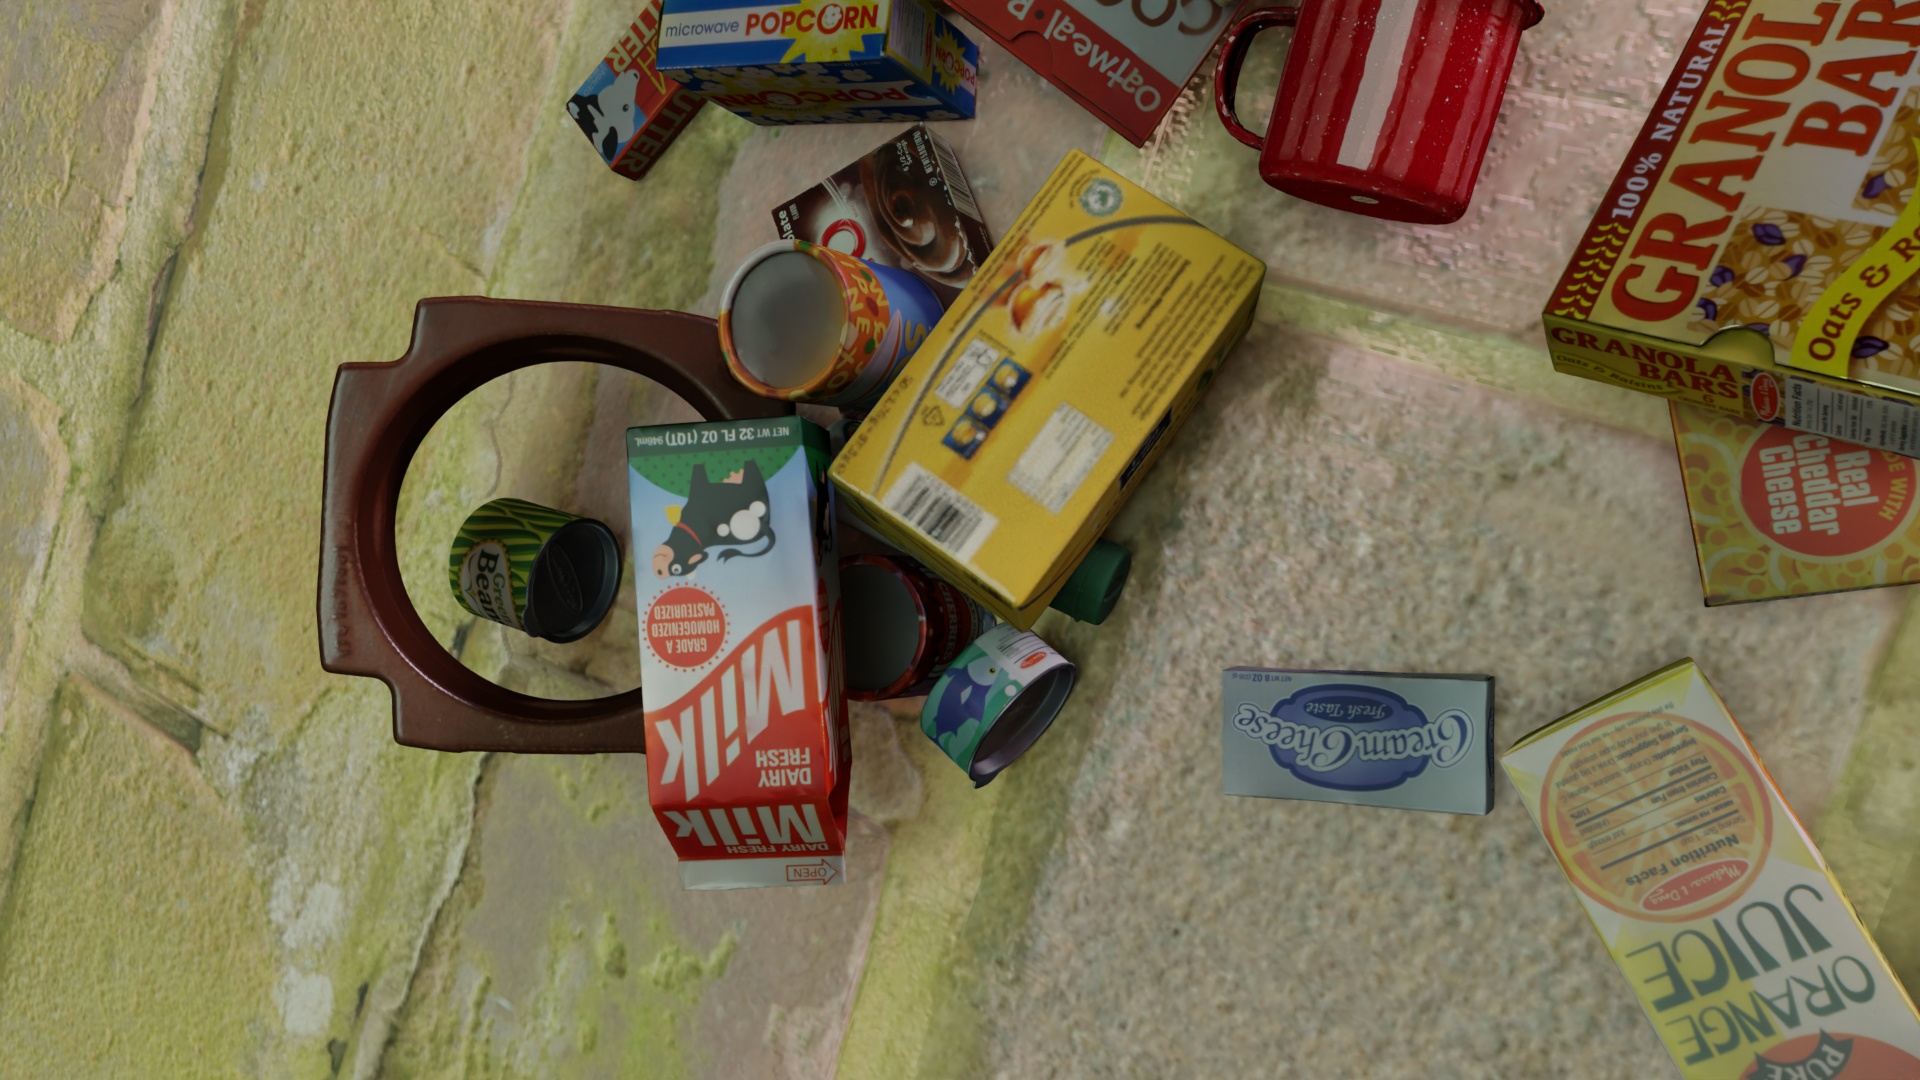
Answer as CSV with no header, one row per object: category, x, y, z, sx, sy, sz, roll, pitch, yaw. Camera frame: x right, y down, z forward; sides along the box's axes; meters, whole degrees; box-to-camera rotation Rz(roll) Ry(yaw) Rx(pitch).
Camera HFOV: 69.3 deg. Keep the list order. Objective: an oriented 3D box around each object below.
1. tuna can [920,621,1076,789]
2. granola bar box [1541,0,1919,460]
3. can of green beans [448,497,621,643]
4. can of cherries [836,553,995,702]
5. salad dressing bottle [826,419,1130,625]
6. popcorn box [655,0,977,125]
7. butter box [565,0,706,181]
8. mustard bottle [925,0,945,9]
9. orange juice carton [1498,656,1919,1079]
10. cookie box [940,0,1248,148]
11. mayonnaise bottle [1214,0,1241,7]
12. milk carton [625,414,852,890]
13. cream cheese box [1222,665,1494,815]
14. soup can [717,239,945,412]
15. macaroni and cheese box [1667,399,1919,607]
tuna can,0.015,0.071,0.602,0.033,0.071,0.071,41,104,23
granola bar box,0.287,-0.118,0.455,0.124,0.039,0.166,23,78,37
can of green beans,-0.220,0.015,0.720,0.058,0.071,0.071,13,93,26
can of cherries,-0.028,0.038,0.629,0.071,0.058,0.071,-2,86,27
salad dressing bottle,0.002,-0.008,0.619,0.148,0.064,0.043,24,109,17
popcorn box,-0.066,-0.226,0.649,0.127,0.085,0.038,7,90,27
butter box,-0.158,-0.245,0.729,0.103,0.024,0.053,-43,69,17
mustard bottle,-0.006,-0.285,0.643,0.160,0.049,0.065,-9,77,24
orange juice carton,0.267,0.141,0.470,0.073,0.072,0.193,-32,73,21
cookie box,0.077,-0.270,0.582,0.123,0.040,0.167,36,103,-2
mayonnaise bottle,0.092,-0.287,0.534,0.065,0.041,0.148,-30,97,6
milk carton,-0.087,0.048,0.571,0.072,0.073,0.190,-3,89,3
cream cheese box,0.158,0.079,0.555,0.104,0.024,0.053,-1,88,26
soup can,-0.052,-0.087,0.592,0.071,0.084,0.071,1,92,27
macaroni and cheese box,0.333,-0.049,0.468,0.166,0.040,0.124,-10,82,26
